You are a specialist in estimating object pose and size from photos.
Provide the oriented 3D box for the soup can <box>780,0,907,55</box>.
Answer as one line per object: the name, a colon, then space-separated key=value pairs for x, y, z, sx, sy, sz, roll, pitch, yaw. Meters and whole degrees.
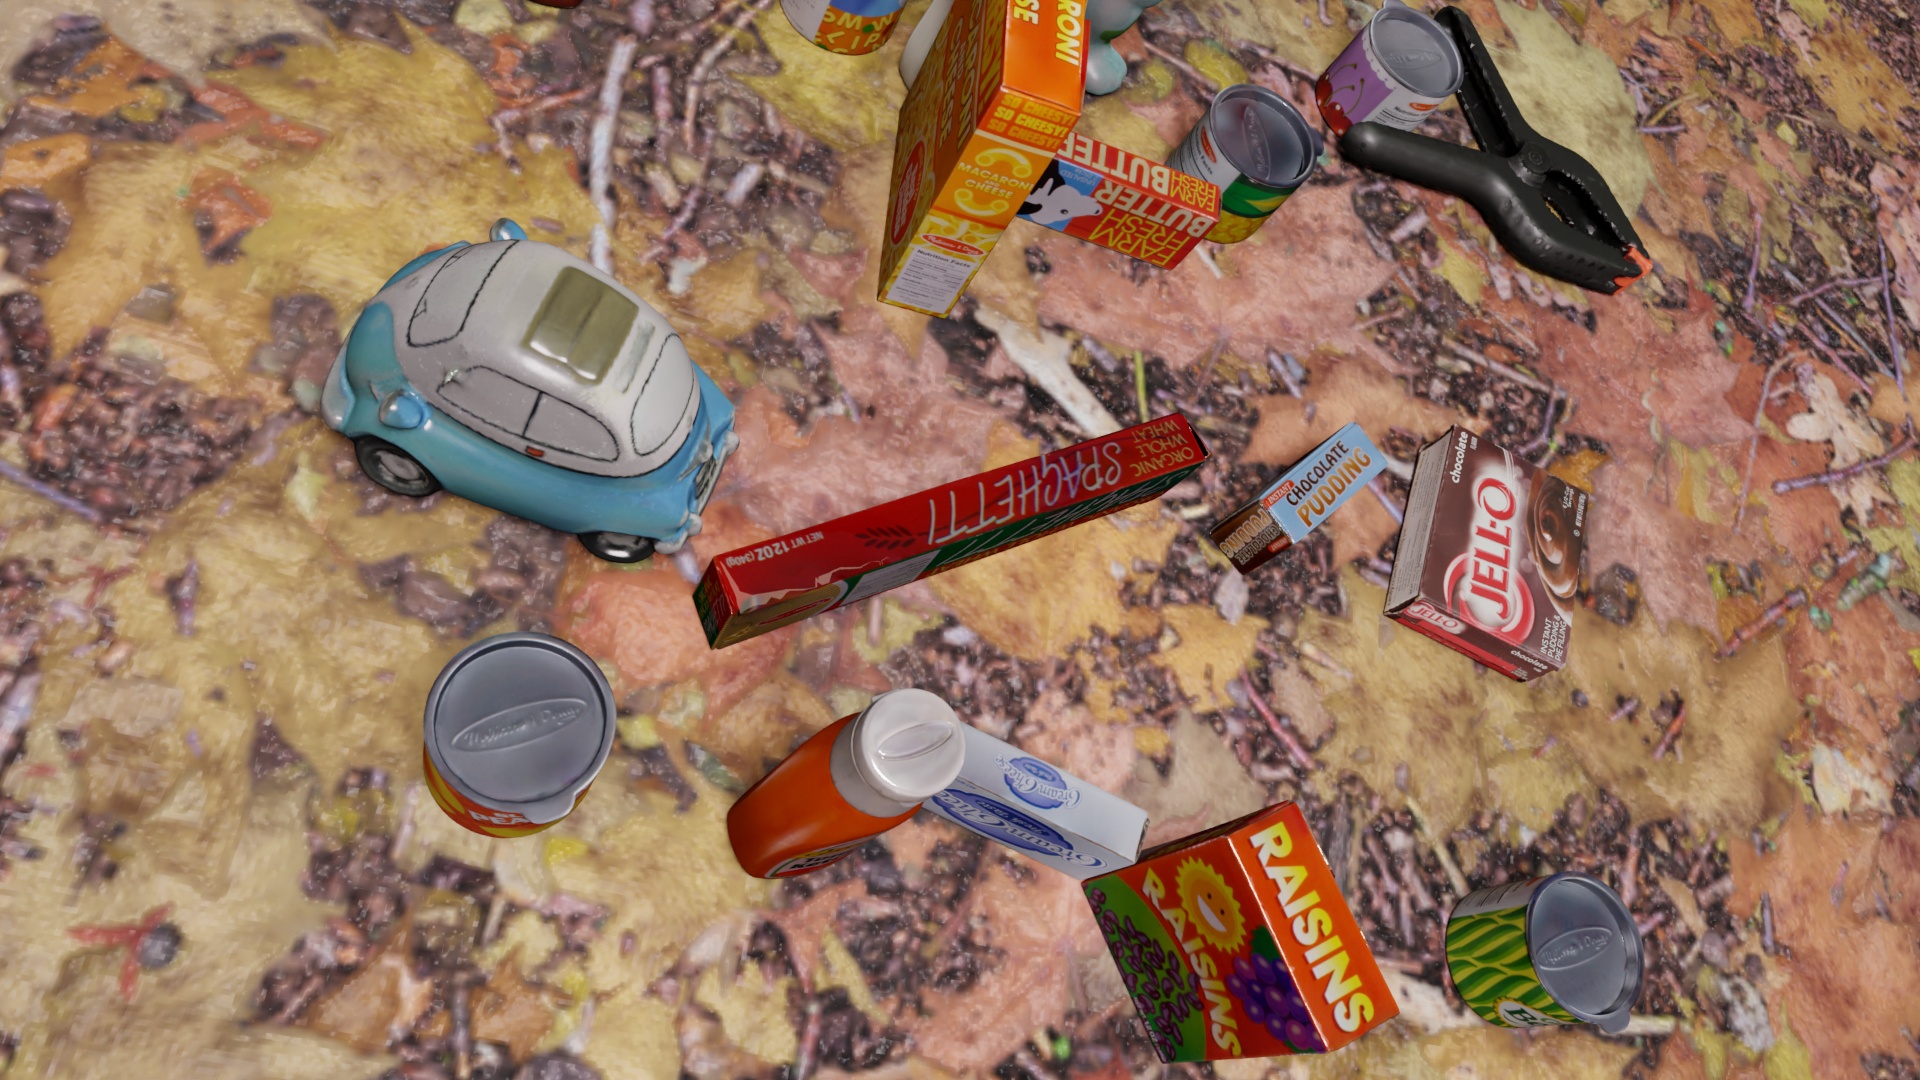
soup can: x=-0.049 y=-0.302 z=0.711 sx=0.071 sy=0.083 sz=0.071 roll=8 pitch=66 yaw=-19

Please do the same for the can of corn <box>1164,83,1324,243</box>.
can of corn: x=0.155 y=-0.207 z=0.769 sx=0.071 sy=0.058 sz=0.071 roll=8 pitch=66 yaw=-19

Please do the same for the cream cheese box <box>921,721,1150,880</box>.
cream cheese box: x=0.021 y=0.109 z=0.583 sx=0.104 sy=0.053 sz=0.024 roll=27 pitch=61 yaw=-10

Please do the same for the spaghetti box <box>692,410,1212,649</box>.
spaghetti box: x=0.002 y=-0.008 z=0.627 sx=0.251 sy=0.050 sz=0.029 roll=-19 pitch=77 yaw=-27

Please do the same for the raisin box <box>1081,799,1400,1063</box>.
raisin box: x=0.107 y=0.160 z=0.556 sx=0.040 sy=0.123 sz=0.086 roll=-18 pitch=76 yaw=-27

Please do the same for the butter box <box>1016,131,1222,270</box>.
butter box: x=0.080 y=-0.179 z=0.729 sx=0.103 sy=0.053 sz=0.024 roll=16 pitch=64 yaw=-16

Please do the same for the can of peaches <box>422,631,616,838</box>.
can of peaches: x=-0.165 y=0.076 z=0.519 sx=0.071 sy=0.057 sz=0.071 roll=8 pitch=66 yaw=-19

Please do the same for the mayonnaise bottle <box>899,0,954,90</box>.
mayonnaise bottle: x=0.020 y=-0.275 z=0.691 sx=0.065 sy=0.147 sz=0.041 roll=-20 pitch=77 yaw=-28

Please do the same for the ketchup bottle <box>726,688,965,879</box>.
ketchup bottle: x=-0.041 y=0.090 z=0.511 sx=0.065 sy=0.148 sz=0.043 roll=-16 pitch=76 yaw=-27

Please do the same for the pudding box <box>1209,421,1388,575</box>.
pudding box: x=0.171 y=-0.022 z=0.702 sx=0.084 sy=0.049 sz=0.030 roll=-35 pitch=85 yaw=-30

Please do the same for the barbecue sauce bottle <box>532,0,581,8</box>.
barbecue sauce bottle: x=-0.177 y=-0.314 z=0.627 sx=0.044 sy=0.148 sz=0.065 roll=7 pitch=66 yaw=-19

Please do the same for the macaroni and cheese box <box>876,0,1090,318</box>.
macaroni and cheese box: x=0.009 y=-0.199 z=0.644 sx=0.040 sy=0.165 sz=0.124 roll=12 pitch=65 yaw=-17

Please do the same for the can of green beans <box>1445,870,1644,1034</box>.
can of green beans: x=0.271 y=0.192 z=0.647 sx=0.071 sy=0.057 sz=0.071 roll=8 pitch=66 yaw=-19

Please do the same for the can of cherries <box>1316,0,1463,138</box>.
can of cherries: x=0.258 y=-0.281 z=0.842 sx=0.071 sy=0.058 sz=0.072 roll=8 pitch=66 yaw=-19
